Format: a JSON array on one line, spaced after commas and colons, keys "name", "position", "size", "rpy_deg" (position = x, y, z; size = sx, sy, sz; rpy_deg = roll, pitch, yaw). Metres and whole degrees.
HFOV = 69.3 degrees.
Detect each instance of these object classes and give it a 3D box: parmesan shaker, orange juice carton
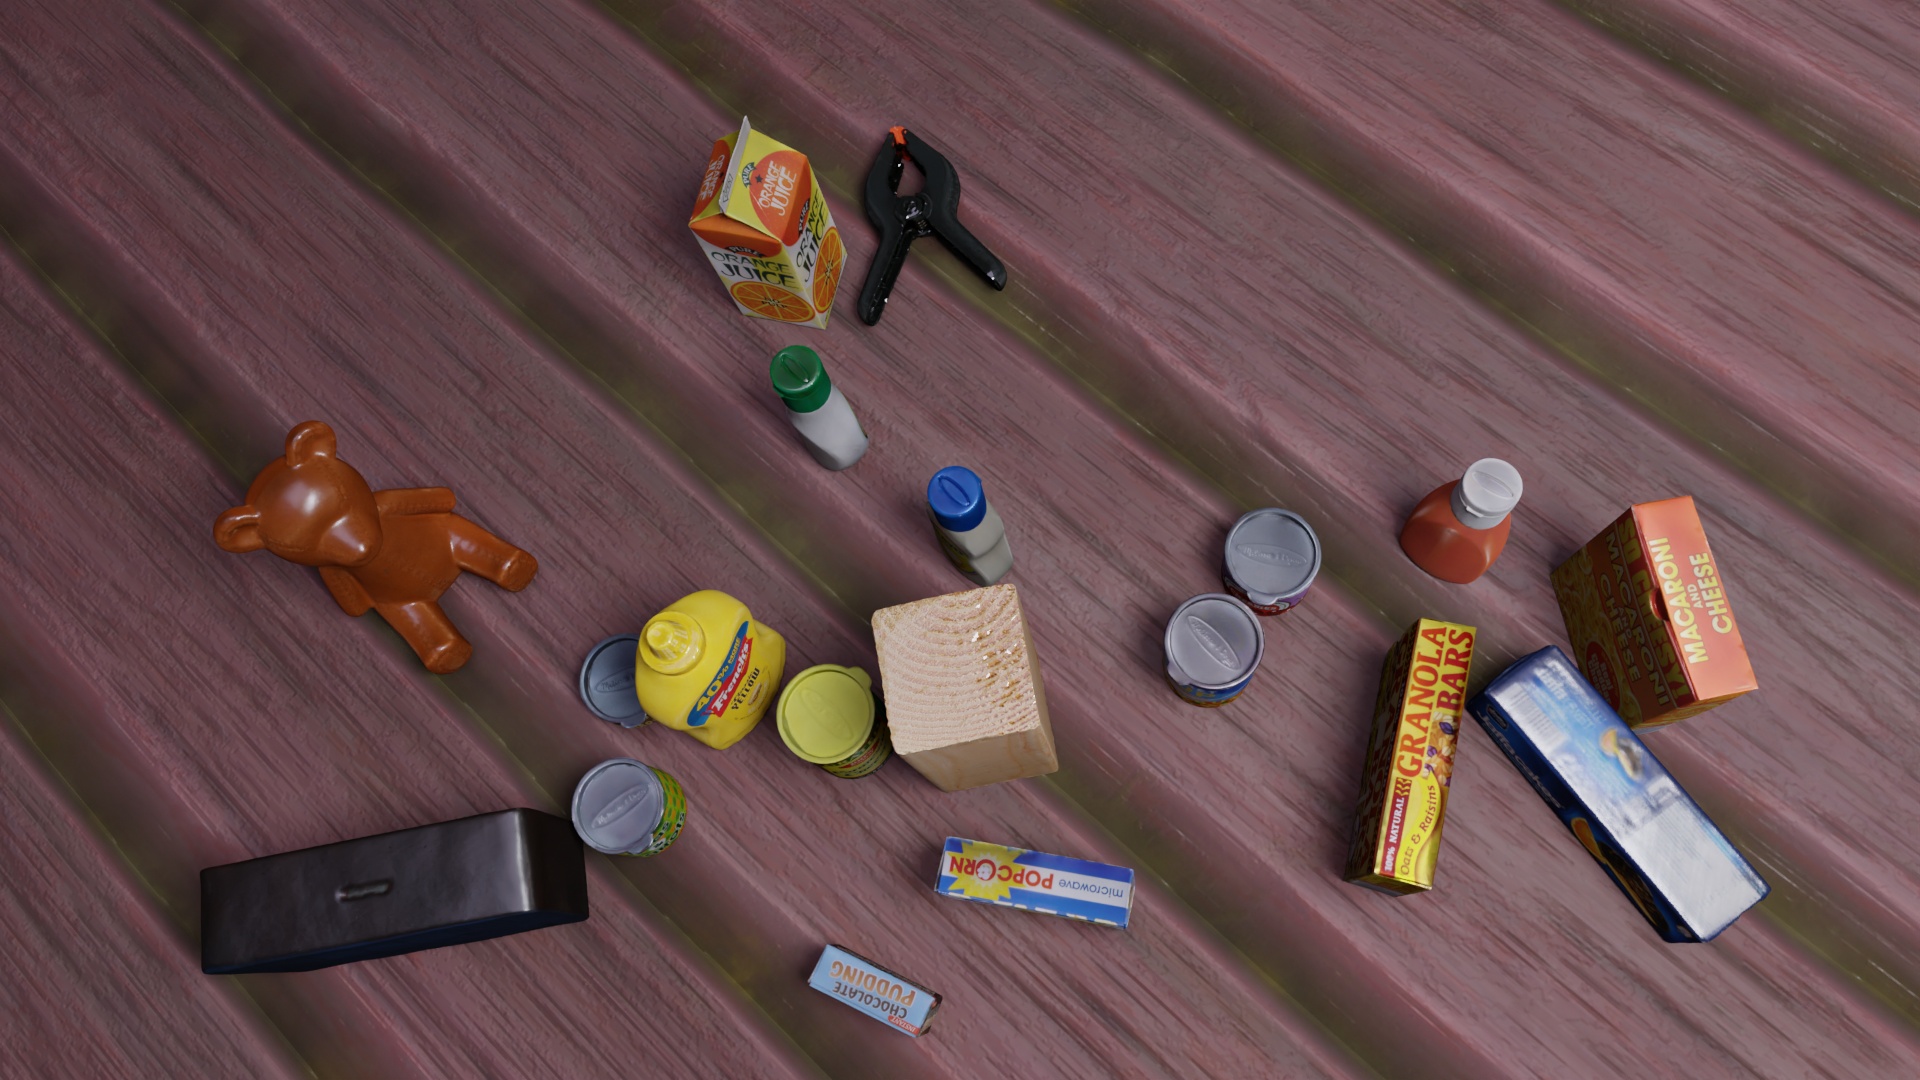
[{"name": "parmesan shaker", "position": [-0.082, 0.127, 0.967], "size": [0.071, 0.103, 0.071], "rpy_deg": [-2, 74, 6]}, {"name": "orange juice carton", "position": [-0.145, -0.234, 1.037], "size": [0.073, 0.192, 0.072], "rpy_deg": [12, 76, 10]}]

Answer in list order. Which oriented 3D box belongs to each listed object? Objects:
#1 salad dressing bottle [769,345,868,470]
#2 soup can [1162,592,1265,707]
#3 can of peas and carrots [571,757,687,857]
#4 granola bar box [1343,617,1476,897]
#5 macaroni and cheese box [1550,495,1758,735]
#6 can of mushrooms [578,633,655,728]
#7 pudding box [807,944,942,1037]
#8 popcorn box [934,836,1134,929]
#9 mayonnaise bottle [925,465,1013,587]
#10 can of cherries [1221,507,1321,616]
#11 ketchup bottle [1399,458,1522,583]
[{"name": "salad dressing bottle", "position": [-0.104, -0.096, 1.014], "size": [0.044, 0.147, 0.064], "rpy_deg": [-43, 74, -6]}, {"name": "soup can", "position": [0.171, 0.079, 0.962], "size": [0.071, 0.083, 0.071], "rpy_deg": [-2, 73, 6]}, {"name": "can of peas and carrots", "position": [-0.233, 0.193, 0.988], "size": [0.071, 0.058, 0.071], "rpy_deg": [-2, 73, 6]}, {"name": "granola bar box", "position": [0.291, 0.144, 0.908], "size": [0.039, 0.124, 0.166], "rpy_deg": [13, 75, 10]}, {"name": "macaroni and cheese box", "position": [0.439, 0.055, 0.895], "size": [0.040, 0.166, 0.124], "rpy_deg": [-11, 73, 4]}, {"name": "can of mushrooms", "position": [-0.245, 0.107, 1.029], "size": [0.071, 0.033, 0.071], "rpy_deg": [-2, 73, 6]}, {"name": "pudding box", "position": [-0.057, 0.304, 0.939], "size": [0.084, 0.049, 0.030], "rpy_deg": [23, 78, 13]}, {"name": "popcorn box", "position": [0.052, 0.230, 0.930], "size": [0.127, 0.085, 0.038], "rpy_deg": [8, 75, 9]}, {"name": "mayonnaise bottle", "position": [0.003, -0.012, 0.976], "size": [0.041, 0.147, 0.065], "rpy_deg": [-44, 74, -6]}, {"name": "can of cherries", "position": [0.218, 0.018, 0.989], "size": [0.071, 0.058, 0.071], "rpy_deg": [-2, 73, 6]}, {"name": "ketchup bottle", "position": [0.341, -0.014, 0.937], "size": [0.065, 0.148, 0.043], "rpy_deg": [33, 80, 15]}]
